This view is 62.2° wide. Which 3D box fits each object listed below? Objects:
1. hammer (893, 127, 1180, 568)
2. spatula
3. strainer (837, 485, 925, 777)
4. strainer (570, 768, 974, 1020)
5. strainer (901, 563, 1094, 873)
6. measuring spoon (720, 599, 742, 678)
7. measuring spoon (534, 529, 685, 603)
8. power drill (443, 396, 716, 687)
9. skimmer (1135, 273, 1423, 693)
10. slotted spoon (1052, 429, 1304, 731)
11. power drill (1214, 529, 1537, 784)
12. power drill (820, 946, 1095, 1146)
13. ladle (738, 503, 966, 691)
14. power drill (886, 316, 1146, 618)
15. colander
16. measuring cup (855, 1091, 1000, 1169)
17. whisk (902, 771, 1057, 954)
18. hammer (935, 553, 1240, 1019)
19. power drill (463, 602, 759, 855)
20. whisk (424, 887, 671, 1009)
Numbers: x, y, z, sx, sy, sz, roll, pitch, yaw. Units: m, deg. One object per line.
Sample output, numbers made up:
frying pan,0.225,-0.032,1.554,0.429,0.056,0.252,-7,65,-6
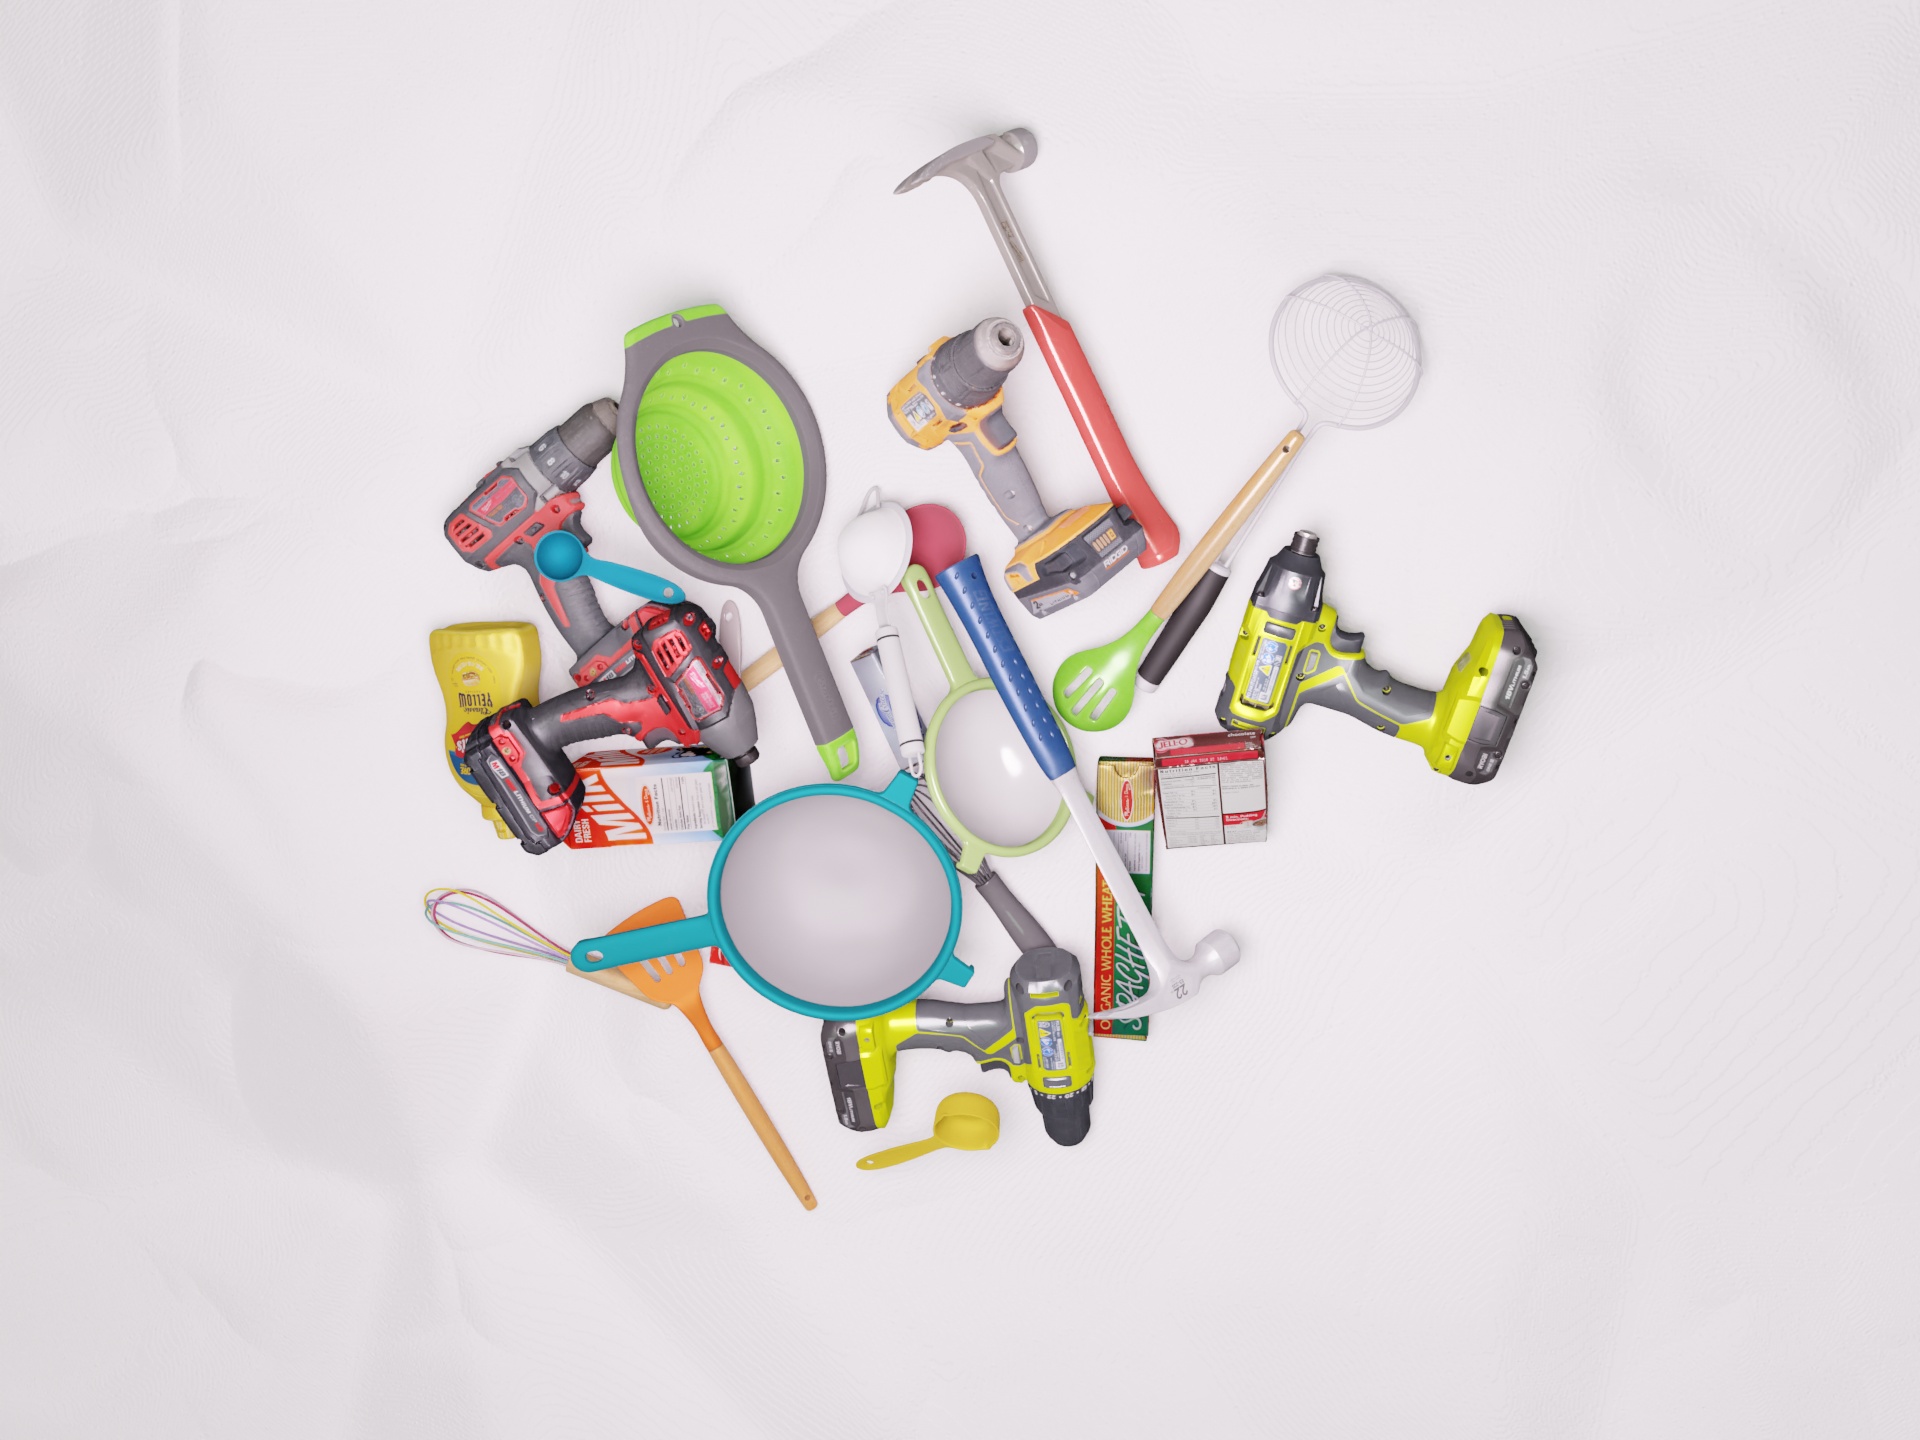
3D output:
hammer,0.078,-0.281,1.250,0.037,0.149,0.359,-13,109,46
spatula,-0.214,0.314,1.448,0.081,0.041,0.322,-32,105,-18
strainer,-0.061,-0.077,1.285,0.087,0.050,0.259,-27,69,39
strainer,-0.161,0.153,1.350,0.340,0.095,0.211,-13,106,10
strainer,-0.002,-0.004,1.326,0.069,0.151,0.256,-24,91,54
measuring spoon,-0.200,-0.042,1.365,0.034,0.018,0.124,-4,85,22
measuring spoon,-0.285,-0.120,1.304,0.128,0.021,0.042,19,94,-1
power drill,-0.306,-0.141,1.347,0.188,0.080,0.226,-38,92,13
skimmer,0.240,-0.183,1.288,0.127,0.090,0.363,28,114,-5
slotted spoon,0.172,-0.106,1.276,0.070,0.031,0.313,40,117,6
power drill,0.333,-0.048,1.273,0.223,0.080,0.171,16,112,6
power drill,0.005,0.296,1.390,0.228,0.080,0.190,-5,116,7
ladle,-0.122,-0.079,1.359,0.315,0.031,0.069,-35,85,15
power drill,0.047,-0.201,1.236,0.084,0.185,0.226,-40,97,-22
colander,-0.186,-0.132,1.306,0.094,0.204,0.397,-7,109,44
measuring cup,-0.031,0.358,1.377,0.156,0.029,0.062,-27,125,32
whisk,0.021,0.139,1.379,0.055,0.055,0.239,-35,100,13
hammer,0.085,0.055,1.298,0.144,0.035,0.405,-29,93,-28
power drill,-0.276,0.013,1.297,0.219,0.079,0.143,-28,109,6
whisk,-0.375,0.208,1.446,0.245,0.051,0.047,22,98,-1
